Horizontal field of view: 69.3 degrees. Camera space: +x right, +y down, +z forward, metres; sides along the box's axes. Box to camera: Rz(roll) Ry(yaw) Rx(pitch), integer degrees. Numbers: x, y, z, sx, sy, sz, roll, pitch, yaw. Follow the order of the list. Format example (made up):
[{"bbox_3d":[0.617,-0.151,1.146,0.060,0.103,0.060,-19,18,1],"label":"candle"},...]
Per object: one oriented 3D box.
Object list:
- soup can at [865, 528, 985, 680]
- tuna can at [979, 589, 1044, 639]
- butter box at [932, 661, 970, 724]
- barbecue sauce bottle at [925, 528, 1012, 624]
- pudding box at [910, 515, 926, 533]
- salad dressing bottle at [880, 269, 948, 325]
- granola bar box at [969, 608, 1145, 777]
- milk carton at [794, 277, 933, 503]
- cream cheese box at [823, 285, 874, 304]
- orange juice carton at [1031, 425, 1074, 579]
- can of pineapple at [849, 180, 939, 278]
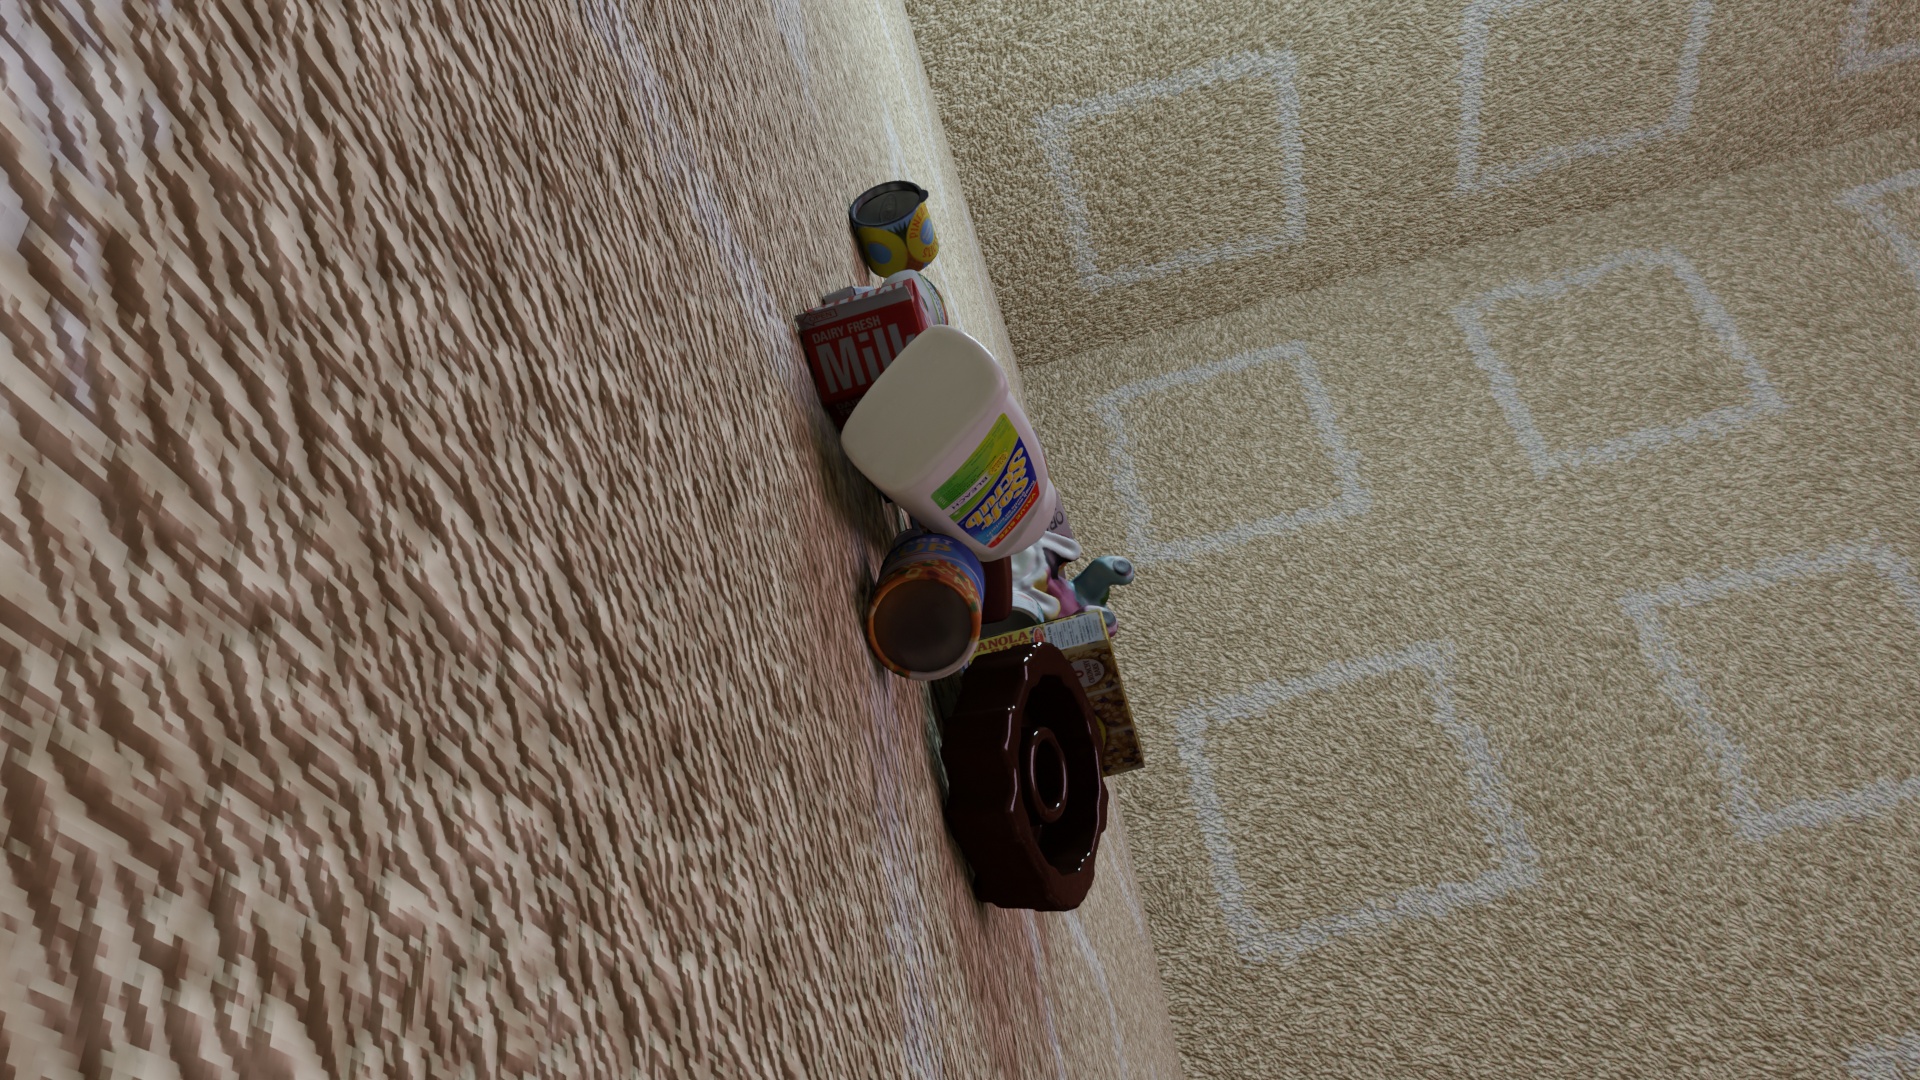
[{"bbox_3d":[-0.021,0.036,0.816,0.084,0.071,0.071,-80,154,-75],"label":"soup can"},{"bbox_3d":[0.045,0.084,1.277,0.033,0.071,0.070,-89,163,-65],"label":"tuna can"},{"bbox_3d":[0.004,0.129,0.994,0.053,0.024,0.103,-63,137,-80],"label":"butter box"},{"bbox_3d":[0.004,-0.013,1.020,0.044,0.065,0.148,-74,162,-70],"label":"barbecue sauce bottle"},{"bbox_3d":[-0.020,-0.014,1.093,0.049,0.030,0.084,46,29,-79],"label":"pudding box"},{"bbox_3d":[-0.037,-0.162,0.991,0.148,0.044,0.064,-66,137,-80],"label":"salad dressing bottle"},{"bbox_3d":[0.074,0.137,1.136,0.039,0.124,0.164,-99,171,-49],"label":"granola bar box"},{"bbox_3d":[-0.045,-0.102,0.894,0.190,0.072,0.074,64,12,-64],"label":"milk carton"},{"bbox_3d":[-0.072,-0.153,0.991,0.104,0.024,0.053,-69,144,-79],"label":"cream cheese box"},{"bbox_3d":[0.059,-0.023,1.444,0.073,0.072,0.192,11,-51,50],"label":"orange juice carton"},{"bbox_3d":[-0.055,-0.270,1.206,0.071,0.071,0.057,-99,171,-45],"label":"can of pineapple"}]
